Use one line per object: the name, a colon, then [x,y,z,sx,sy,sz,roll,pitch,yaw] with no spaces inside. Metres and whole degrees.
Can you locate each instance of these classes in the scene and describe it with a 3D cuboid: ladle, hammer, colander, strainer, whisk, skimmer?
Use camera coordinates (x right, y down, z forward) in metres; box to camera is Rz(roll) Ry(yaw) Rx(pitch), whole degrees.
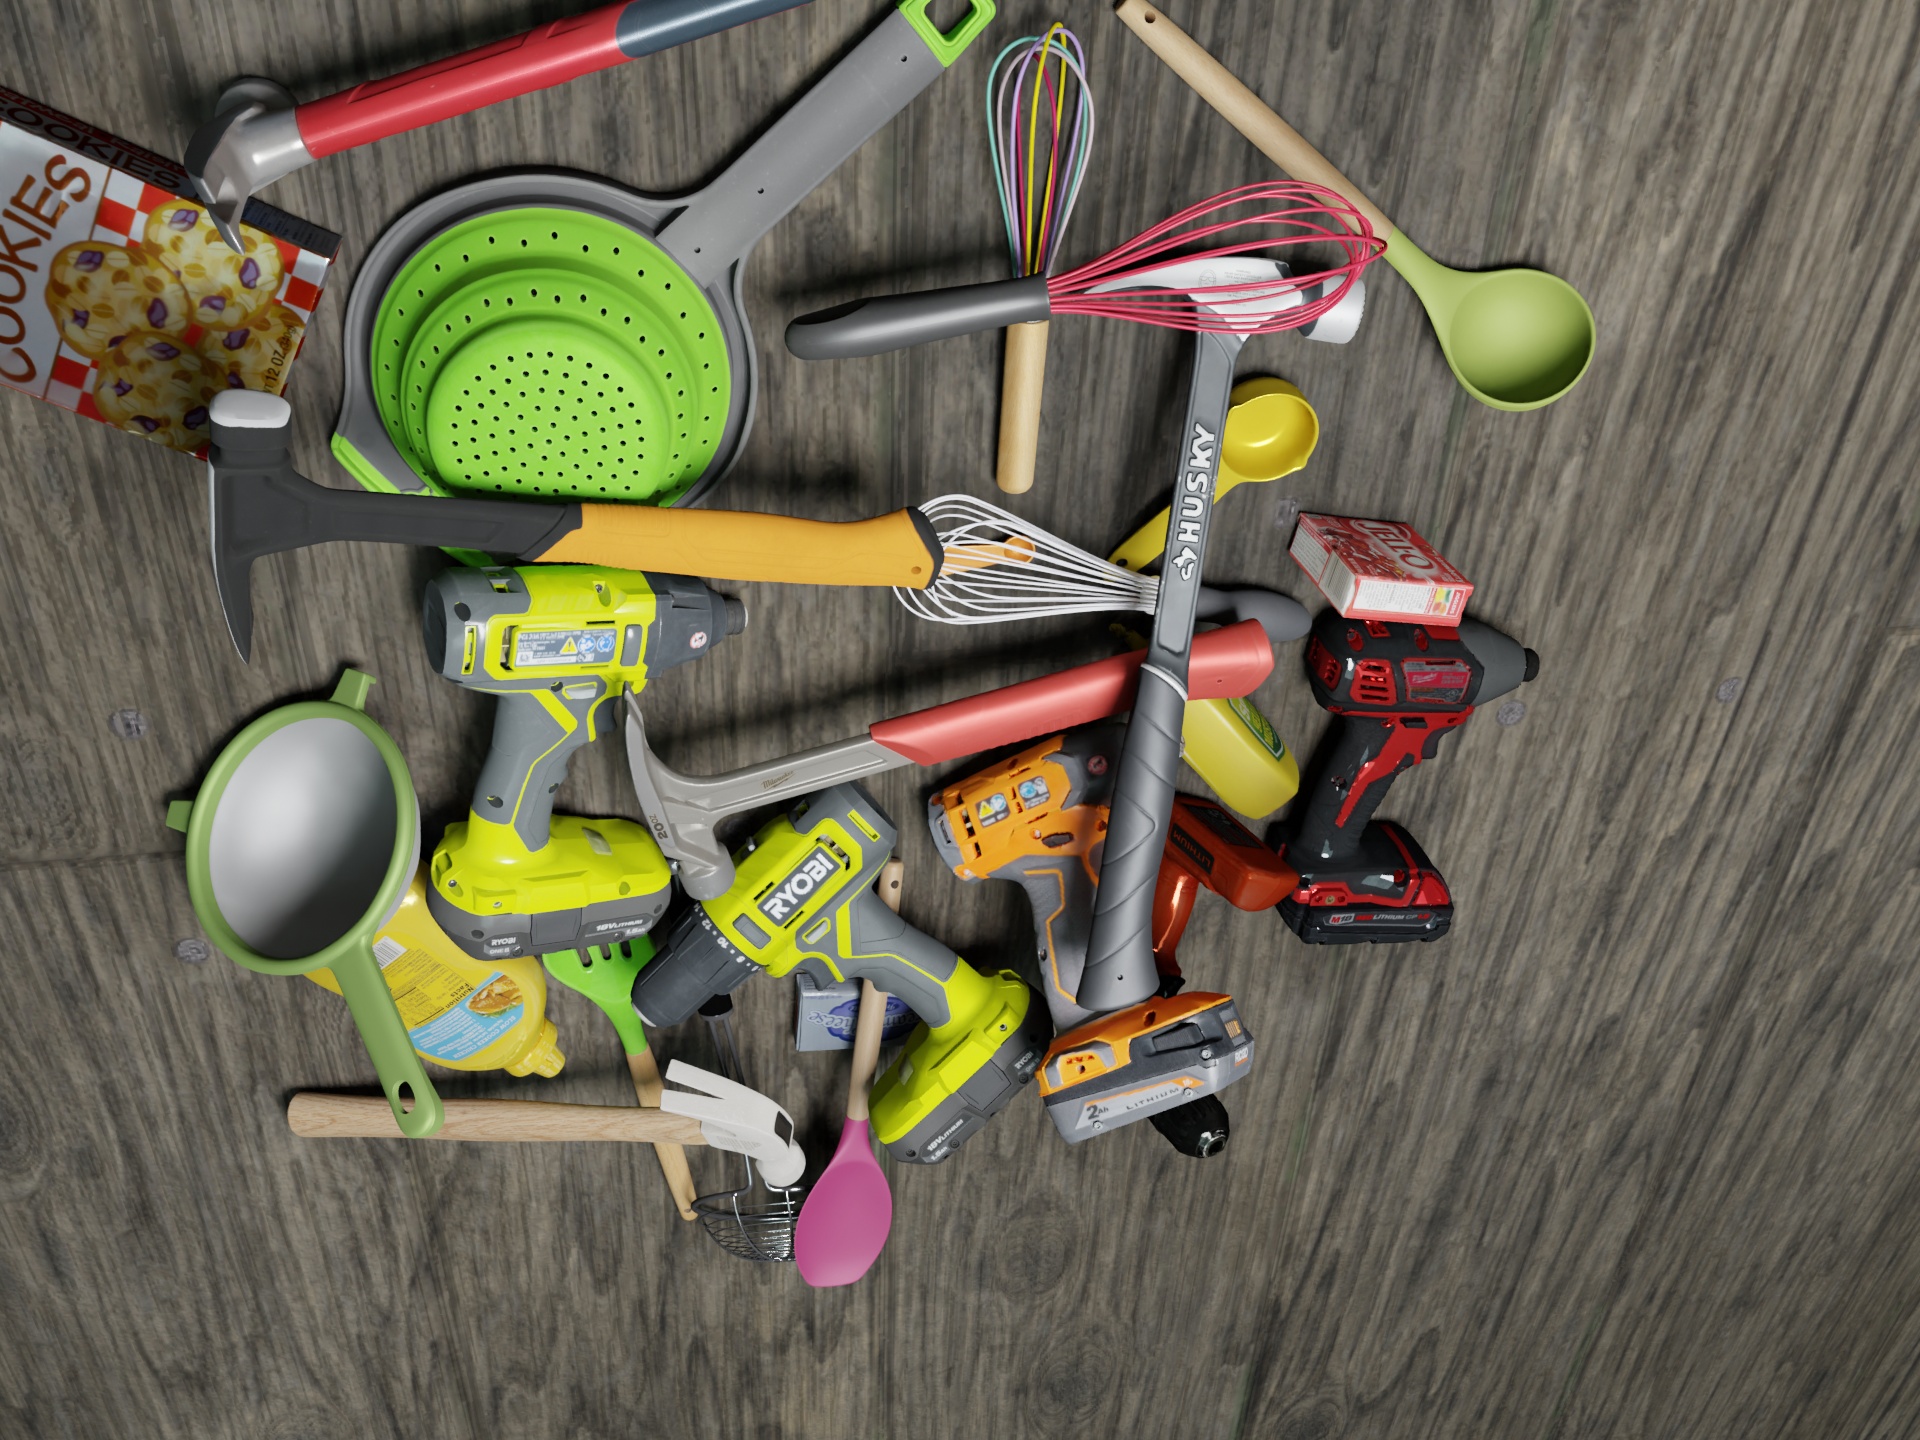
ladle: [0.206,-0.265,0.813,0.320,0.062,0.078,32,88,-24]
hammer: [-0.137,-0.294,0.682,0.386,0.143,0.038,-20,128,-3]
colander: [-0.137,-0.204,0.757,0.397,0.095,0.204,-38,122,14]
hammer: [0.107,-0.041,0.850,0.149,0.036,0.409,8,98,-6]
hammer: [-0.001,-0.003,0.885,0.359,0.037,0.149,-16,132,-4]
strainer: [-0.324,0.110,0.870,0.151,0.256,0.069,-35,161,10]
whisk: [0.034,-0.226,0.811,0.051,0.047,0.244,-4,127,-11]
hammer: [-0.171,-0.081,0.755,0.336,0.034,0.127,1,129,-20]
whisk: [0.061,-0.209,0.770,0.296,0.073,0.073,-10,125,0]
hammer: [-0.272,0.255,1.017,0.331,0.031,0.129,0,144,9]
skimmer: [-0.149,0.232,1.085,0.127,0.090,0.363,-7,115,6]
whisk: [0.088,-0.076,0.903,0.284,0.070,0.070,7,122,-28]

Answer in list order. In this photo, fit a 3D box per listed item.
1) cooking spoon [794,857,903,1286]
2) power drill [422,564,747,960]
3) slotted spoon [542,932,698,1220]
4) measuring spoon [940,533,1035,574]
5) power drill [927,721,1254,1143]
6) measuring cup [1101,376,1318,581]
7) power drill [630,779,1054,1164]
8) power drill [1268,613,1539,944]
cooking spoon: [-0.066,0.241,1.065,0.068,0.017,0.318,2,107,-22]
power drill: [-0.214,0.018,0.891,0.171,0.080,0.223,-4,124,-32]
slotted spoon: [-0.216,0.239,1.078,0.070,0.031,0.313,-11,126,-4]
measuring spoon: [-0.015,-0.093,0.910,0.117,0.011,0.021,-7,124,-3]
power drill: [0.089,0.116,0.942,0.164,0.227,0.084,-26,167,22]
measuring cup: [0.135,-0.136,0.908,0.062,0.029,0.156,30,125,-30]
power drill: [-0.071,0.168,0.990,0.190,0.080,0.228,-44,108,1]
power drill: [0.279,0.034,1.016,0.143,0.079,0.219,0,120,-12]
